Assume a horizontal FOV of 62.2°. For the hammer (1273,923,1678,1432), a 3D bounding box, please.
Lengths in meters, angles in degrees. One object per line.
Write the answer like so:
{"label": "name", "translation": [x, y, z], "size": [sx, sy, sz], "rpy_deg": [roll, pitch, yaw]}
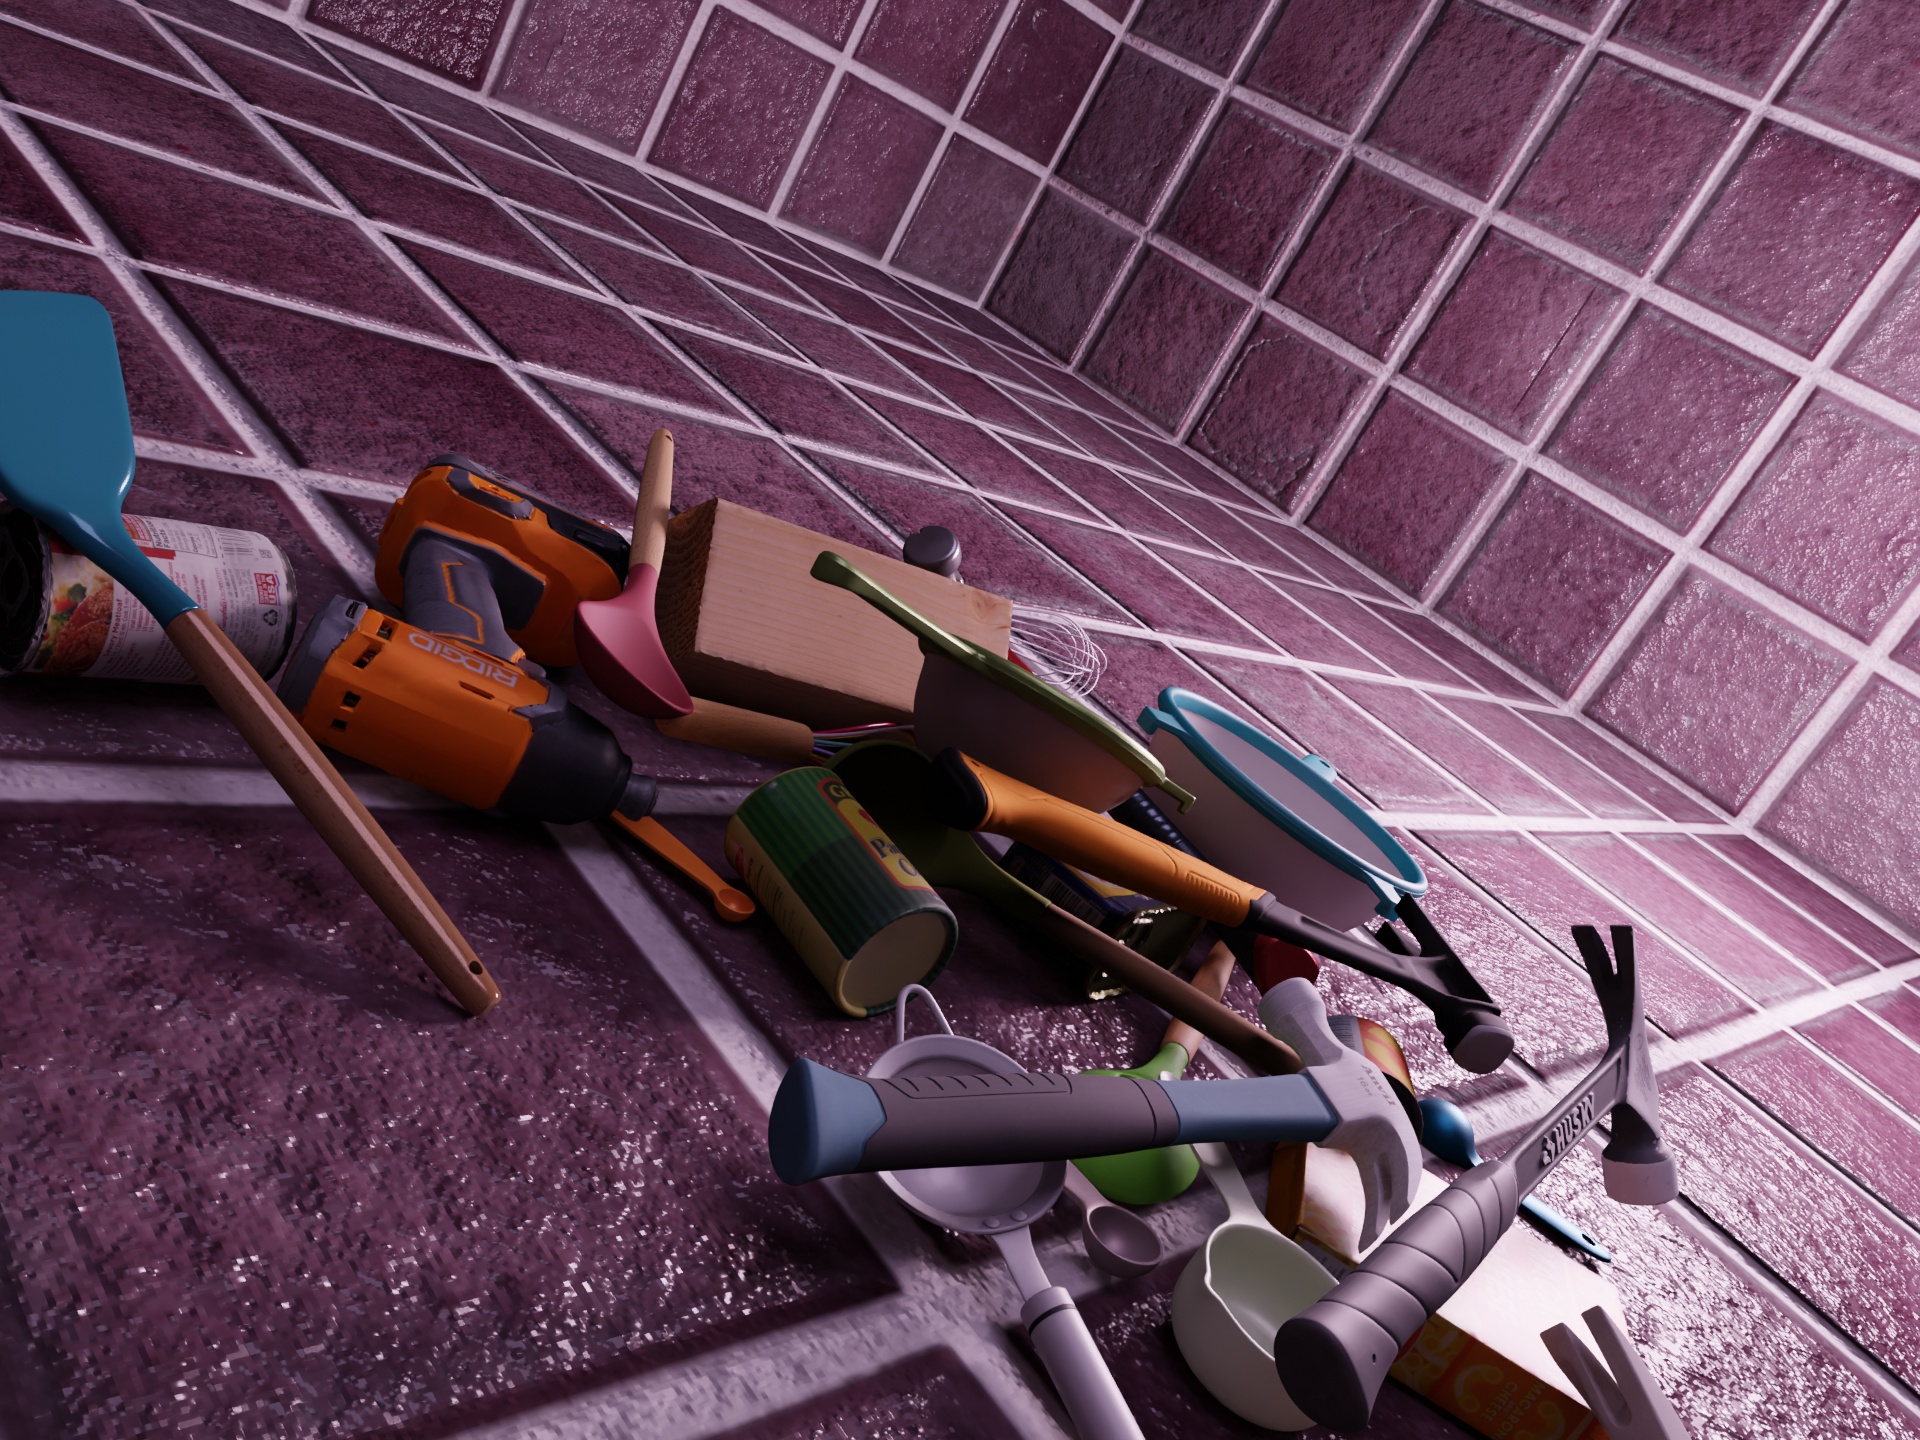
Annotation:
{"label": "hammer", "translation": [0.237, 0.194, 0.684], "size": [0.036, 0.149, 0.408], "rpy_deg": [-7, 1, 37]}

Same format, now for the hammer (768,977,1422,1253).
{"label": "hammer", "translation": [0.066, 0.152, 0.619], "size": [0.330, 0.033, 0.128], "rpy_deg": [10, 35, -40]}

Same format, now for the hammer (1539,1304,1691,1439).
{"label": "hammer", "translation": [0.123, 0.272, 0.489], "size": [0.410, 0.038, 0.146], "rpy_deg": [11, 46, -38]}

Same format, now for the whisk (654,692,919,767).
{"label": "whisk", "translation": [-0.075, 0.013, 0.844], "size": [0.051, 0.047, 0.244], "rpy_deg": [-11, -14, 30]}

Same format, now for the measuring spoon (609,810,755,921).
{"label": "measuring spoon", "translation": [-0.141, 0.060, 0.740], "size": [0.117, 0.011, 0.021], "rpy_deg": [34, 18, 23]}

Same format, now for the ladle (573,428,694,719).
{"label": "ladle", "translation": [-0.161, -0.087, 0.814], "size": [0.069, 0.031, 0.316], "rpy_deg": [43, 18, -27]}

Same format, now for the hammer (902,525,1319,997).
{"label": "hammer", "translation": [0.083, 0.037, 0.998], "size": [0.387, 0.038, 0.143], "rpy_deg": [49, -17, 34]}

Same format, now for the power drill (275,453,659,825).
{"label": "power drill", "translation": [-0.217, -0.034, 0.762], "size": [0.164, 0.084, 0.227], "rpy_deg": [26, 23, -19]}

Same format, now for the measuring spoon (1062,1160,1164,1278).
{"label": "measuring spoon", "translation": [0.035, 0.190, 0.662], "size": [0.034, 0.018, 0.124], "rpy_deg": [7, 22, -45]}

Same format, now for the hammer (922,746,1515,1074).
{"label": "hammer", "translation": [0.129, 0.084, 0.811], "size": [0.336, 0.034, 0.127], "rpy_deg": [24, 21, -22]}

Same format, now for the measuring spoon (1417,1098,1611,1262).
{"label": "measuring spoon", "translation": [0.306, 0.250, 0.878], "size": [0.129, 0.021, 0.042], "rpy_deg": [36, 20, 20]}

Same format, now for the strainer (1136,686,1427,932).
{"label": "strainer", "translation": [0.211, 0.073, 1.100], "size": [0.211, 0.095, 0.340], "rpy_deg": [39, 13, 13]}

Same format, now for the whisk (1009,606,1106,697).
{"label": "whisk", "translation": [-0.018, -0.084, 1.217], "size": [0.284, 0.070, 0.070], "rpy_deg": [20, 21, -14]}

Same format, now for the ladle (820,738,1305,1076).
{"label": "ladle", "translation": [0.062, 0.109, 0.780], "size": [0.320, 0.078, 0.062], "rpy_deg": [31, -2, 14]}

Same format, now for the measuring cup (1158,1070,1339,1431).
{"label": "measuring cup", "translation": [0.106, 0.213, 0.650], "size": [0.083, 0.038, 0.168], "rpy_deg": [20, 23, -26]}

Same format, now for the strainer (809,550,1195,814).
{"label": "strainer", "translation": [-0.001, -0.003, 0.806], "size": [0.152, 0.069, 0.256], "rpy_deg": [28, -4, 43]}

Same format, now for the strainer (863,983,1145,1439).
{"label": "strainer", "translation": [0.026, 0.205, 0.564], "size": [0.086, 0.050, 0.259], "rpy_deg": [-2, 39, -30]}

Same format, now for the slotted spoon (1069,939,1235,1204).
{"label": "slotted spoon", "translation": [0.113, 0.162, 0.819], "size": [0.070, 0.031, 0.314], "rpy_deg": [31, 17, 11]}

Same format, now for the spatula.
{"label": "spatula", "translation": [-0.265, -0.023, 0.582], "size": [0.317, 0.044, 0.082], "rpy_deg": [50, 27, 4]}
